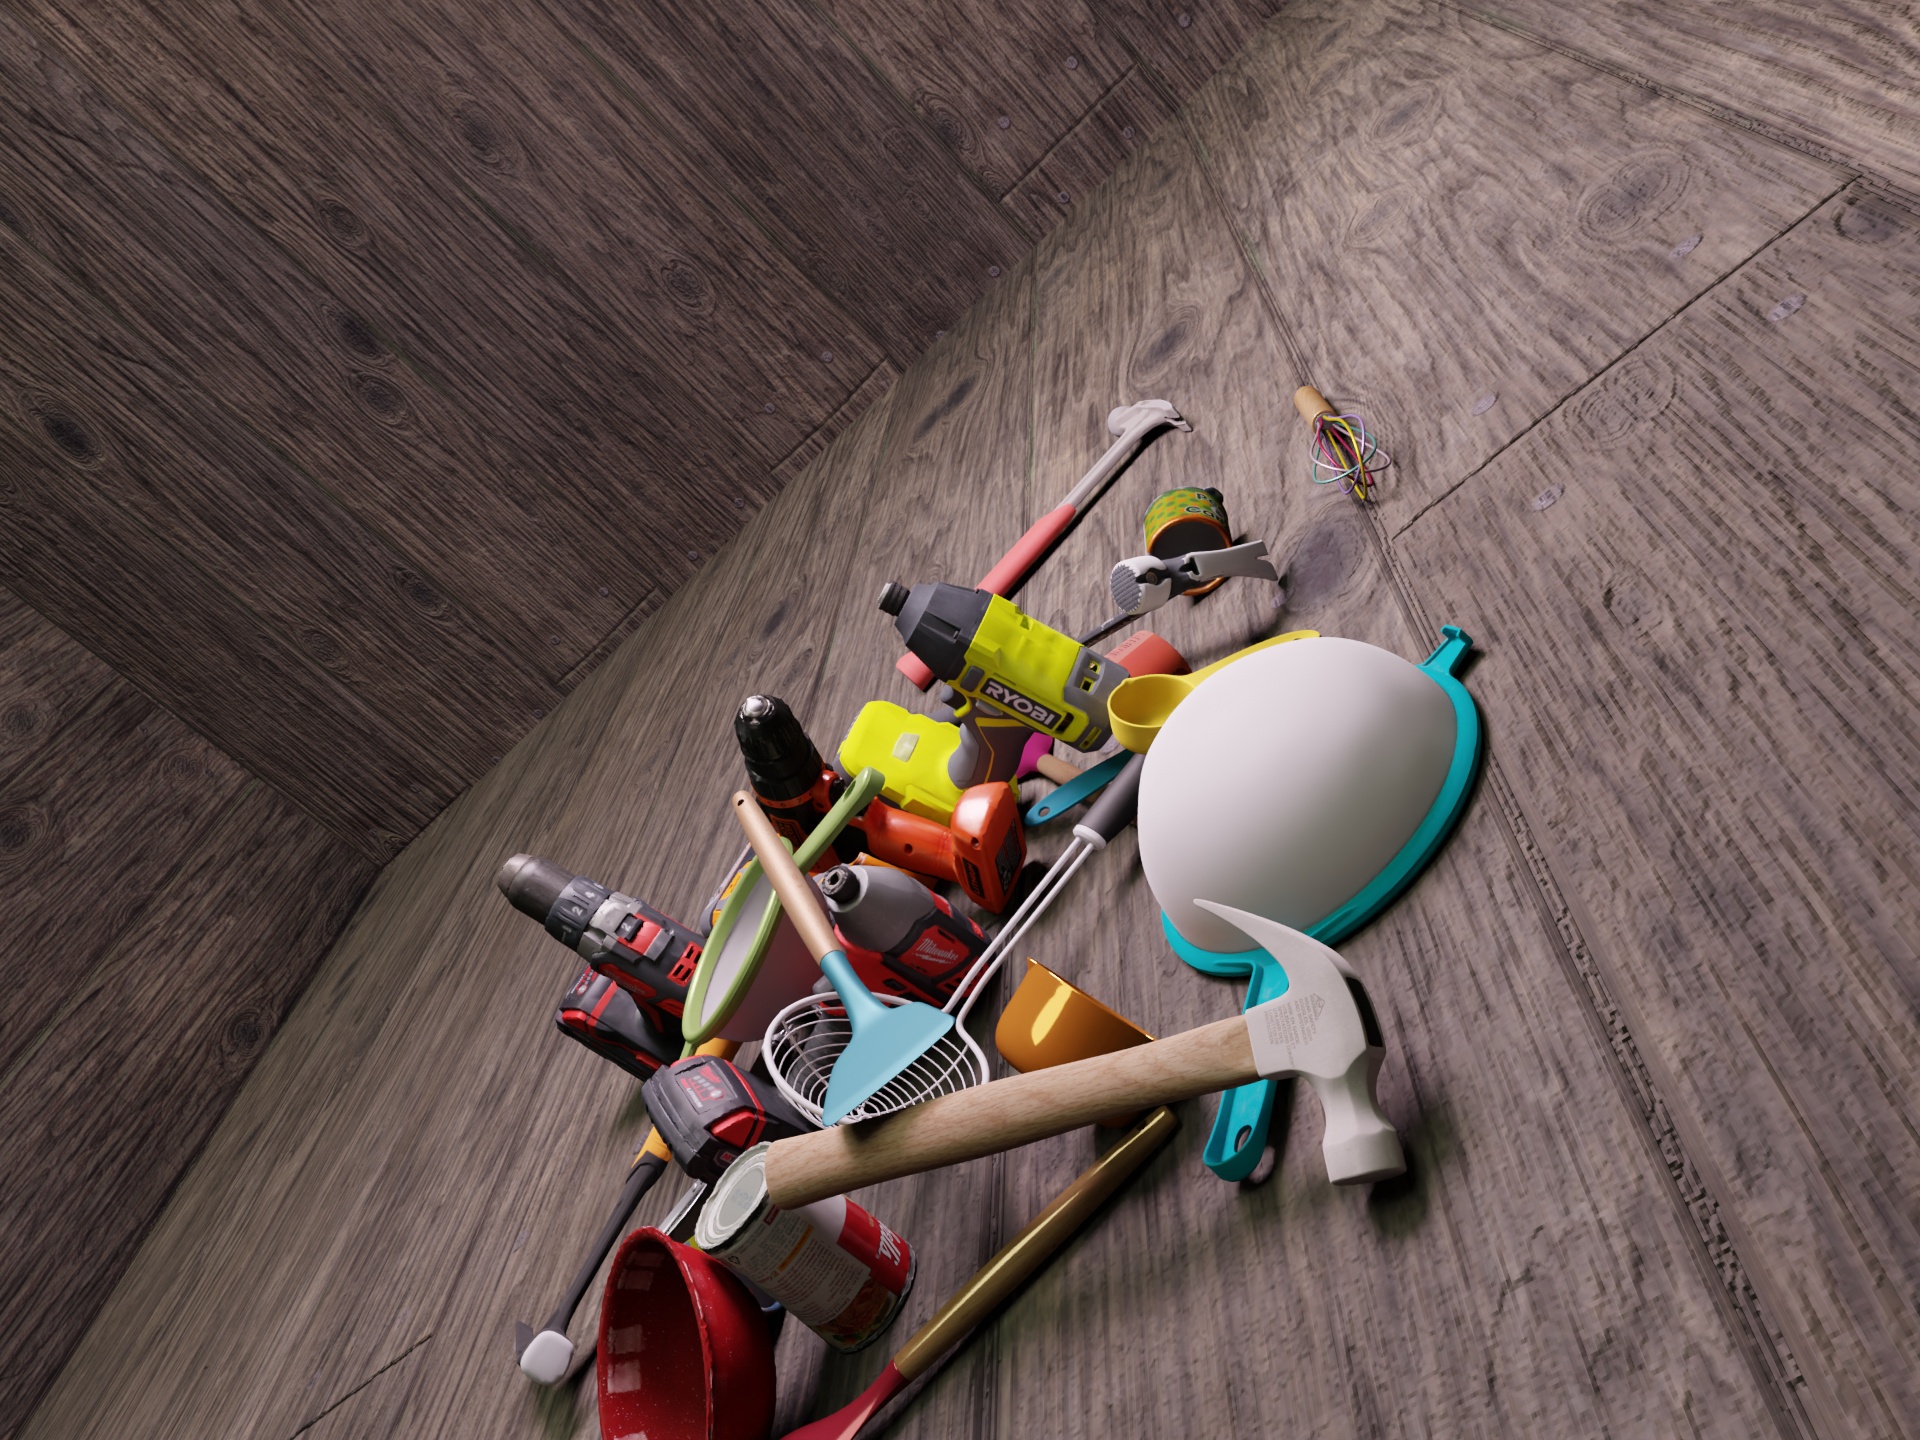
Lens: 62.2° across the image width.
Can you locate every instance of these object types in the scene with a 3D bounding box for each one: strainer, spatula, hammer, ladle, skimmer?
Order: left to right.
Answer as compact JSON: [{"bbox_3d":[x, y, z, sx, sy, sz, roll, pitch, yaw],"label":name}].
[{"bbox_3d":[-0.210,0.298,1.126,0.337,0.034,0.127,-60,9,-19],"label":"hammer"},{"bbox_3d":[-0.165,0.301,1.103,0.087,0.050,0.259,-48,9,38],"label":"strainer"},{"bbox_3d":[-0.099,0.126,1.052,0.256,0.069,0.152,-51,20,34],"label":"strainer"},{"bbox_3d":[-0.085,0.115,0.906,0.082,0.044,0.318,-39,37,-2],"label":"spatula"},{"bbox_3d":[-0.008,0.302,0.780,0.315,0.031,0.069,-45,19,2],"label":"ladle"},{"bbox_3d":[0.035,0.099,0.935,0.127,0.090,0.363,28,66,33],"label":"skimmer"},{"bbox_3d":[0.074,-0.170,1.538,0.359,0.036,0.149,-48,18,-2],"label":"hammer"},{"bbox_3d":[0.037,0.176,0.738,0.331,0.031,0.130,-23,62,30],"label":"hammer"},{"bbox_3d":[0.077,-0.049,1.221,0.149,0.036,0.409,-15,-8,-33],"label":"hammer"},{"bbox_3d":[0.144,0.067,0.808,0.211,0.095,0.341,-31,23,40],"label":"strainer"}]

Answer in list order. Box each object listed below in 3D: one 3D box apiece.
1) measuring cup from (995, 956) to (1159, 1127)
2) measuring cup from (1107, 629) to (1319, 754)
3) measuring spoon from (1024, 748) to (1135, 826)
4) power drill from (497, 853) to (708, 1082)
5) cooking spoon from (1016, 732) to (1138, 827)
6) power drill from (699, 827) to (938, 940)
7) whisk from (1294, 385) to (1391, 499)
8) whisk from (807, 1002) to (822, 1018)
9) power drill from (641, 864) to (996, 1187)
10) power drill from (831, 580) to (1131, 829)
[{"bbox_3d":[0.058,0.170,0.844,0.052,0.095,0.173,-57,1,-7],"label":"measuring cup"},{"bbox_3d":[0.162,-0.019,0.993,0.156,0.029,0.062,-22,36,-22],"label":"measuring cup"},{"bbox_3d":[0.100,0.039,1.044,0.128,0.021,0.042,-32,40,7],"label":"measuring spoon"},{"bbox_3d":[-0.273,0.193,1.246,0.080,0.188,0.226,-58,-4,-29],"label":"power drill"},{"bbox_3d":[0.071,0.036,1.150,0.069,0.017,0.319,-46,19,-5],"label":"cooking spoon"},{"bbox_3d":[-0.095,0.121,1.256,0.226,0.084,0.164,-16,35,50],"label":"power drill"},{"bbox_3d":[0.274,-0.211,1.181,0.051,0.047,0.245,-43,15,18],"label":"whisk"},{"bbox_3d":[-0.112,0.203,1.179,0.246,0.059,0.058,-18,62,63],"label":"whisk"},{"bbox_3d":[-0.088,0.190,0.995,0.219,0.143,0.079,-49,42,-1],"label":"power drill"},{"bbox_3d":[-0.002,-0.003,1.090,0.080,0.171,0.223,-66,6,-35],"label":"power drill"}]
